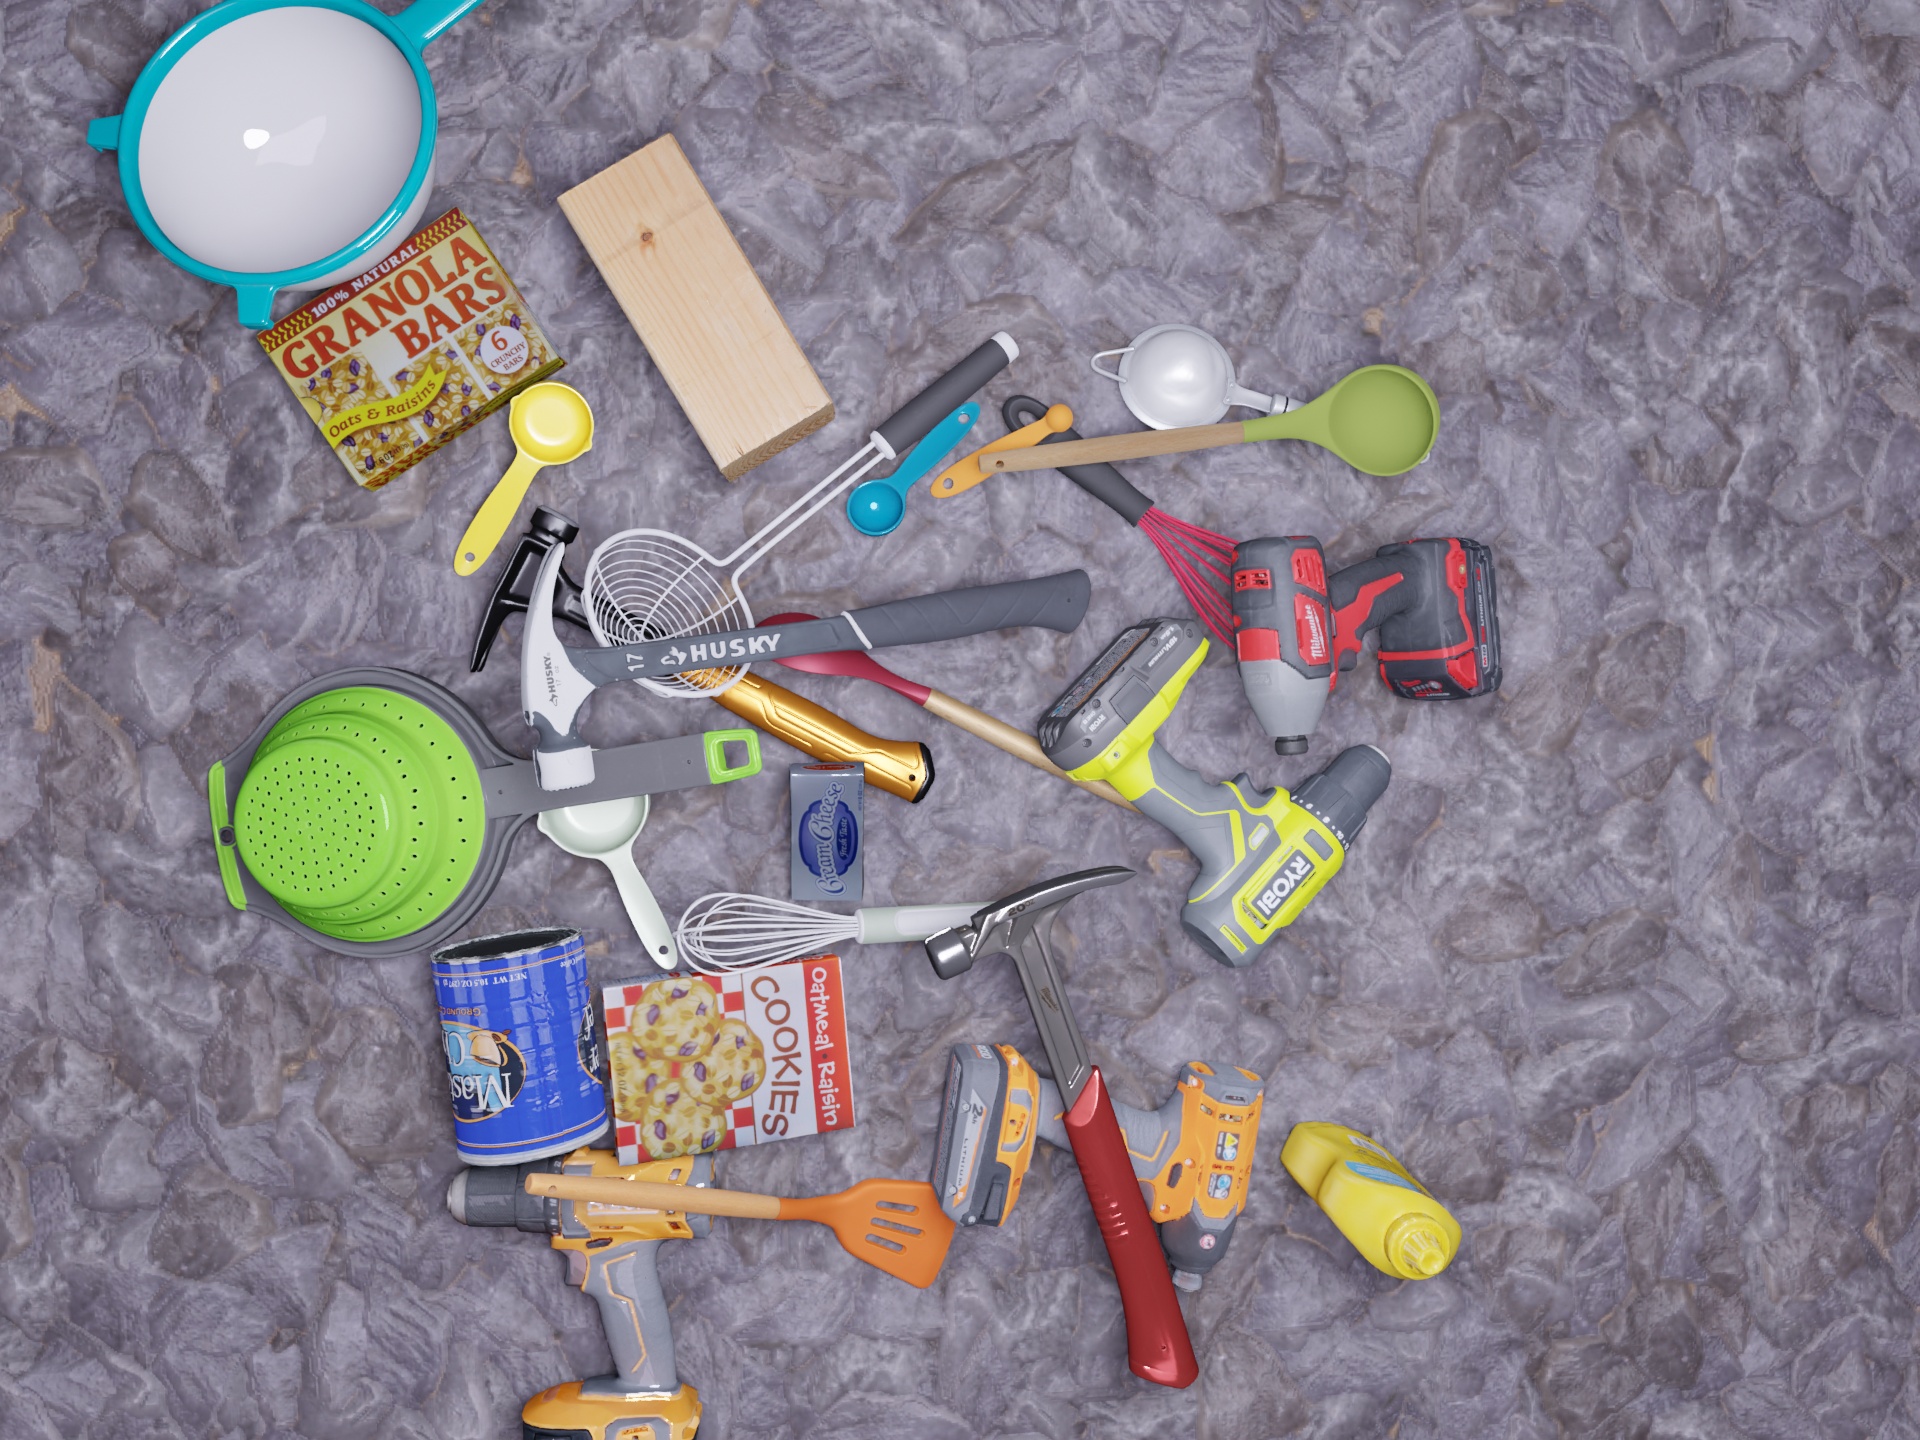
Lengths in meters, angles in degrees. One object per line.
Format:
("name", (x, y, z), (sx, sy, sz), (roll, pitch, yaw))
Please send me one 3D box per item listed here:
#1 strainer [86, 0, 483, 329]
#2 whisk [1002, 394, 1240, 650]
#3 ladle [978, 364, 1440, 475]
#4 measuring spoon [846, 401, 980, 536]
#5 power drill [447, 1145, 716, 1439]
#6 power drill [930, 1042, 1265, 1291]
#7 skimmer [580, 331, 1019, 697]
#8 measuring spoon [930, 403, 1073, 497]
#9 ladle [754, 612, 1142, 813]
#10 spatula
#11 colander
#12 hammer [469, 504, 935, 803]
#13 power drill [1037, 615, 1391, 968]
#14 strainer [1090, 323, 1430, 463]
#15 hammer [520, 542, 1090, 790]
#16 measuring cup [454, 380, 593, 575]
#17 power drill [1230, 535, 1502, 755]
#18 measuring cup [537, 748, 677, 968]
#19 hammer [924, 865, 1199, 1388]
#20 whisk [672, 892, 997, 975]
("strainer", (-0.389, -0.411, 1.066), (0.340, 0.095, 0.211), (-41, 79, -5))
("whisk", (0.147, -0.136, 1.139), (0.296, 0.073, 0.073), (39, 89, 2))
("ladle", (0.172, -0.194, 1.104), (0.320, 0.062, 0.078), (-7, 113, -3))
("measuring spoon", (-0.030, -0.180, 1.145), (0.042, 0.021, 0.128), (41, 80, 13))
("power drill", (-0.267, 0.414, 1.118), (0.185, 0.084, 0.226), (1, 88, -4))
("power drill", (0.098, 0.320, 1.140), (0.226, 0.084, 0.164), (9, 91, -8))
("skimmer", (-0.095, -0.155, 1.083), (0.363, 0.090, 0.127), (-40, 95, -9))
("measuring spoon", (0.028, -0.190, 1.132), (0.117, 0.011, 0.021), (-29, 88, 15))
("ladle", (-0.002, -0.004, 1.137), (0.315, 0.069, 0.031), (26, 119, -10))
("spatula", (-0.145, 0.338, 1.099), (0.322, 0.041, 0.081), (18, 91, -34))
("colander", (-0.333, 0.052, 1.059), (0.397, 0.094, 0.204), (-9, 91, 6))
("hammer", (-0.175, -0.021, 1.129), (0.337, 0.034, 0.127), (27, 89, -5))
("power drill", (0.185, 0.036, 1.131), (0.228, 0.080, 0.190), (46, 80, -10))
("strainer", (0.222, -0.231, 1.148), (0.258, 0.050, 0.087), (16, 77, -8))
("hammer", (-0.089, -0.062, 1.056), (0.409, 0.036, 0.149), (-11, 97, -28))
("measuring cup", (-0.313, -0.170, 1.121), (0.062, 0.029, 0.156), (31, 103, -22))
("power drill", (0.273, -0.056, 1.084), (0.219, 0.078, 0.143), (-7, 93, -38))
("measuring cup", (-0.239, 0.098, 1.129), (0.083, 0.038, 0.167), (-24, 96, -3))
("hammer", (0.101, 0.283, 1.081), (0.149, 0.037, 0.359), (-21, 97, -10))
("whisk", (-0.079, 0.145, 1.119), (0.246, 0.059, 0.058), (-1, 75, -18))
